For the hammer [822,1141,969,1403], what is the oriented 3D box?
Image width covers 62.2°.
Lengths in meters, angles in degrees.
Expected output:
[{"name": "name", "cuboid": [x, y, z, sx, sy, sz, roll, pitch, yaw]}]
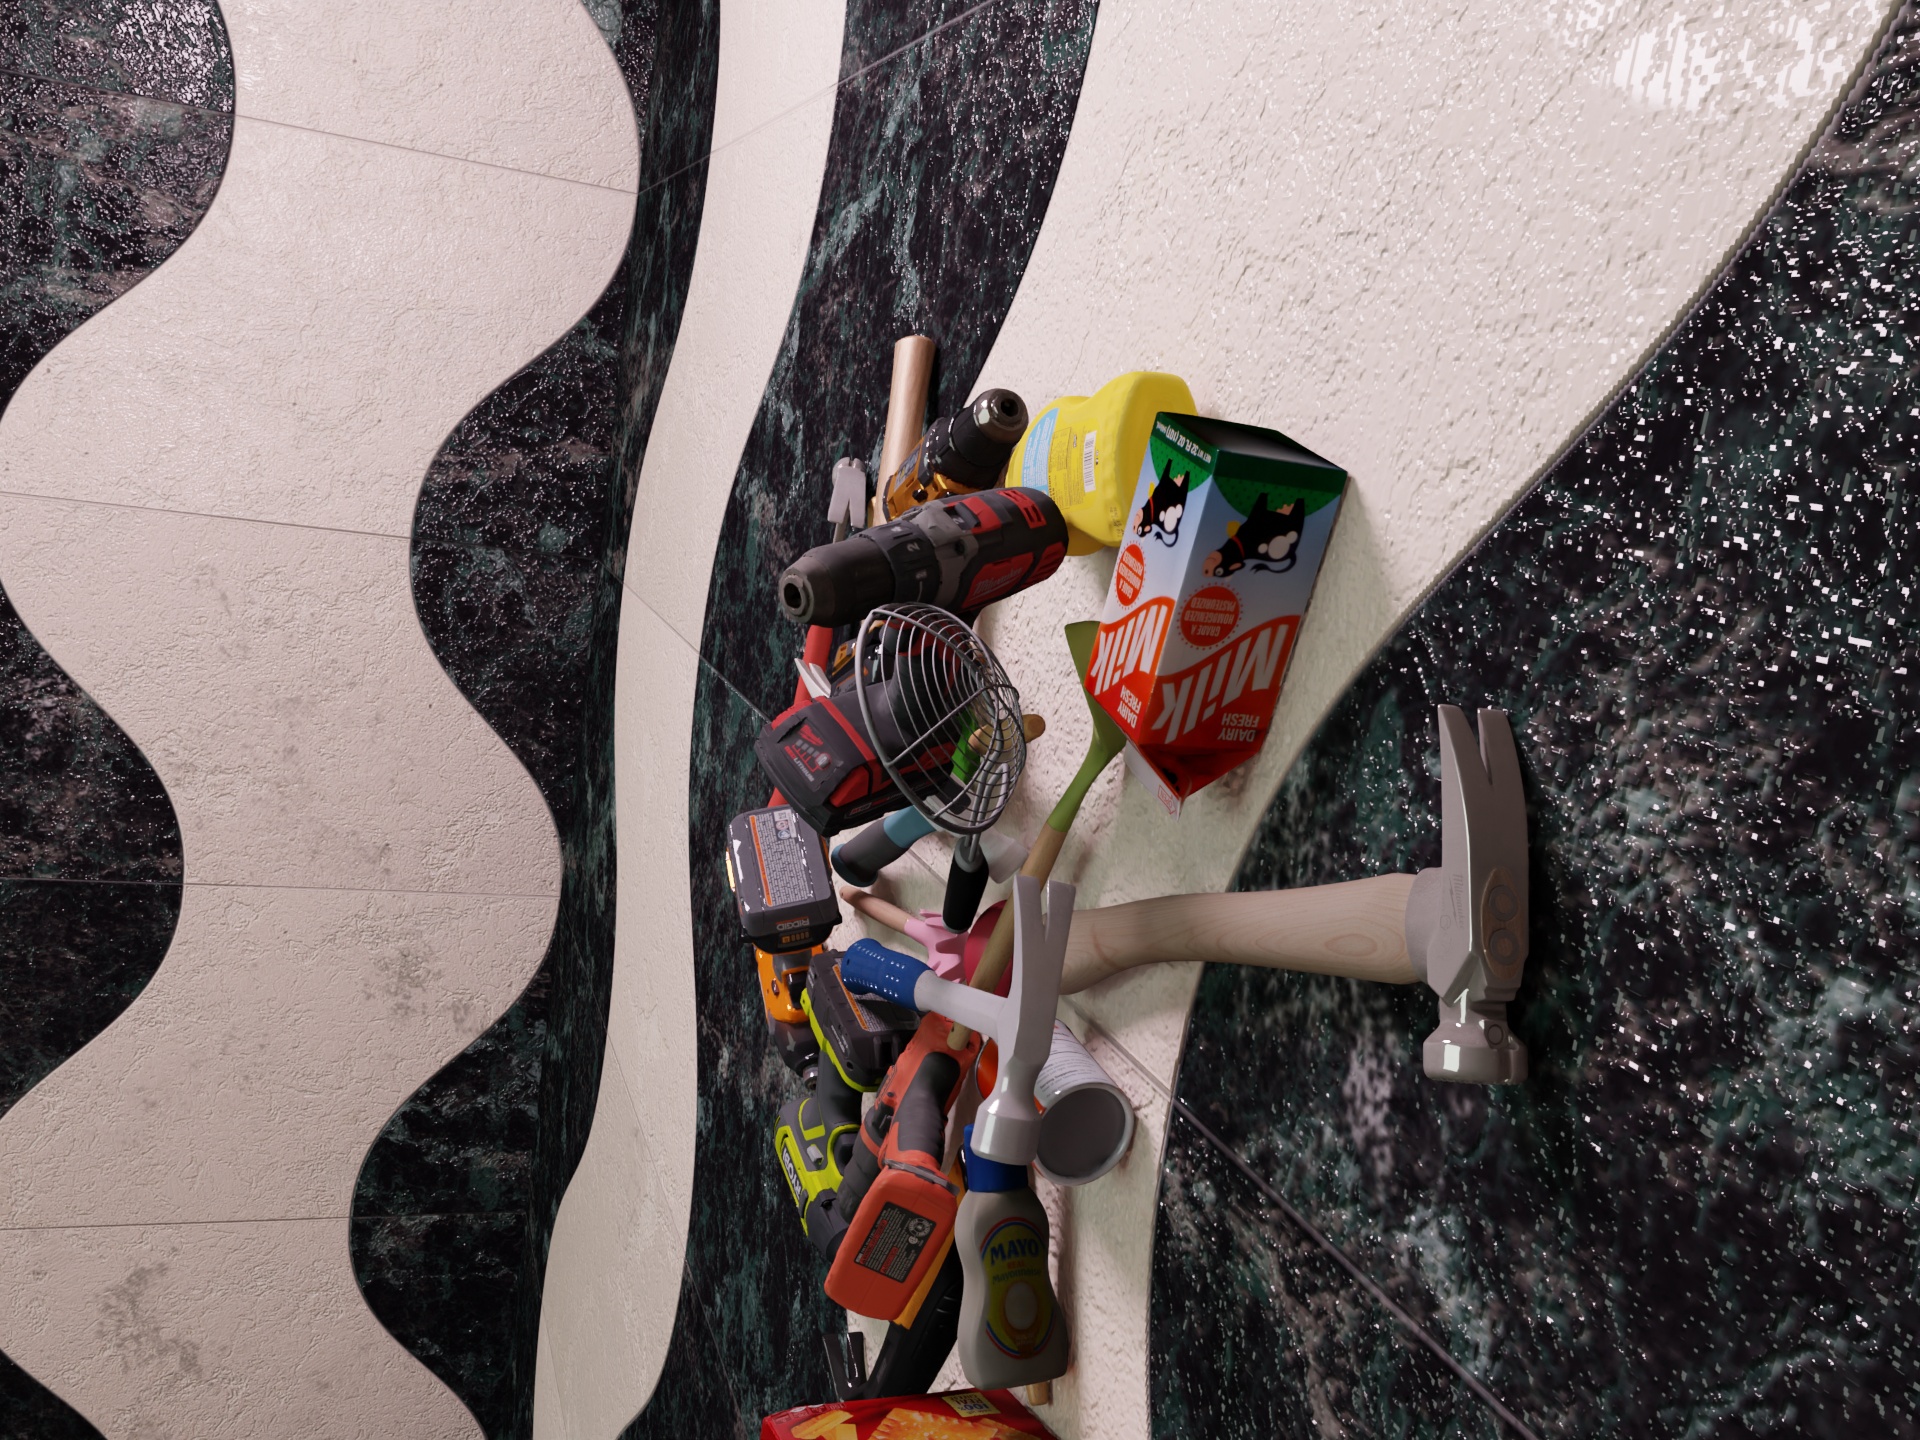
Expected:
[{"name": "hammer", "cuboid": [-0.034, 0.412, 1.144, 0.127, 0.034, 0.336, -112, 34, -48]}]

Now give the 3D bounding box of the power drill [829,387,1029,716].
[{"name": "power drill", "cuboid": [-0.016, -0.113, 1.120, 0.185, 0.084, 0.226, 146, 139, -63]}]

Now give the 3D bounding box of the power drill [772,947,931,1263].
[{"name": "power drill", "cuboid": [-0.084, 0.305, 1.236, 0.171, 0.080, 0.223, -126, 43, -52]}]

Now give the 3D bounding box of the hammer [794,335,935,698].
[{"name": "hammer", "cuboid": [-0.058, -0.149, 1.273, 0.130, 0.031, 0.331, -1, 76, 32]}]

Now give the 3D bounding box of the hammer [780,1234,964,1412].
[{"name": "hammer", "cuboid": [-0.041, 0.452, 1.089, 0.146, 0.035, 0.334, 42, 126, 30]}]

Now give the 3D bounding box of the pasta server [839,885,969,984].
[{"name": "pasta server", "cuboid": [-0.053, 0.158, 1.239, 0.316, 0.040, 0.060, -172, 79, -70]}]

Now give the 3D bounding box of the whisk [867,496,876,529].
[{"name": "whisk", "cuboid": [-0.063, -0.082, 1.322, 0.047, 0.051, 0.245, -21, 57, 32]}]

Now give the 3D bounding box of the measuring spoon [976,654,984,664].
[{"name": "measuring spoon", "cuboid": [-0.002, -0.004, 1.186, 0.021, 0.011, 0.116, -106, 33, -45]}]

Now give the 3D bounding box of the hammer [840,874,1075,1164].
[{"name": "hammer", "cuboid": [-0.016, 0.164, 0.992, 0.405, 0.035, 0.144, 167, 115, -74]}]

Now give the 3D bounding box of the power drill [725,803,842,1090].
[{"name": "power drill", "cuboid": [-0.141, 0.197, 1.344, 0.226, 0.084, 0.164, 90, 166, -47]}]

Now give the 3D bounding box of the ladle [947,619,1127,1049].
[{"name": "ladle", "cuboid": [0.038, 0.081, 0.965, 0.078, 0.062, 0.320, -97, 25, -57]}]

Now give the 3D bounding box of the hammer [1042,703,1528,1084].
[{"name": "hammer", "cuboid": [0.130, 0.094, 0.789, 0.410, 0.038, 0.146, 158, 116, -67]}]

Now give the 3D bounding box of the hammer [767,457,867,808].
[{"name": "hammer", "cuboid": [-0.133, -0.053, 1.461, 0.149, 0.036, 0.358, -93, 16, -62]}]

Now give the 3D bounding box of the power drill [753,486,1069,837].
[{"name": "power drill", "cuboid": [-0.048, -0.034, 0.929, 0.080, 0.188, 0.226, 49, 135, 23]}]

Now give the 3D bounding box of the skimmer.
[{"name": "skimmer", "cuboid": [-0.019, 0.057, 0.936, 0.363, 0.090, 0.127, 99, 165, -63]}]

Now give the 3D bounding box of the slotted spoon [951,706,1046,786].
[{"name": "slotted spoon", "cuboid": [0.017, 0.015, 1.024, 0.314, 0.031, 0.070, 154, 126, -80]}]

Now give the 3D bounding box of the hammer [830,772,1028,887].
[{"name": "hammer", "cuboid": [-0.048, 0.086, 1.190, 0.128, 0.033, 0.331, 47, 160, -1]}]

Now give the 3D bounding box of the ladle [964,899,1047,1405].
[{"name": "ladle", "cuboid": [0.032, 0.268, 1.019, 0.069, 0.031, 0.316, 134, 135, -59]}]
